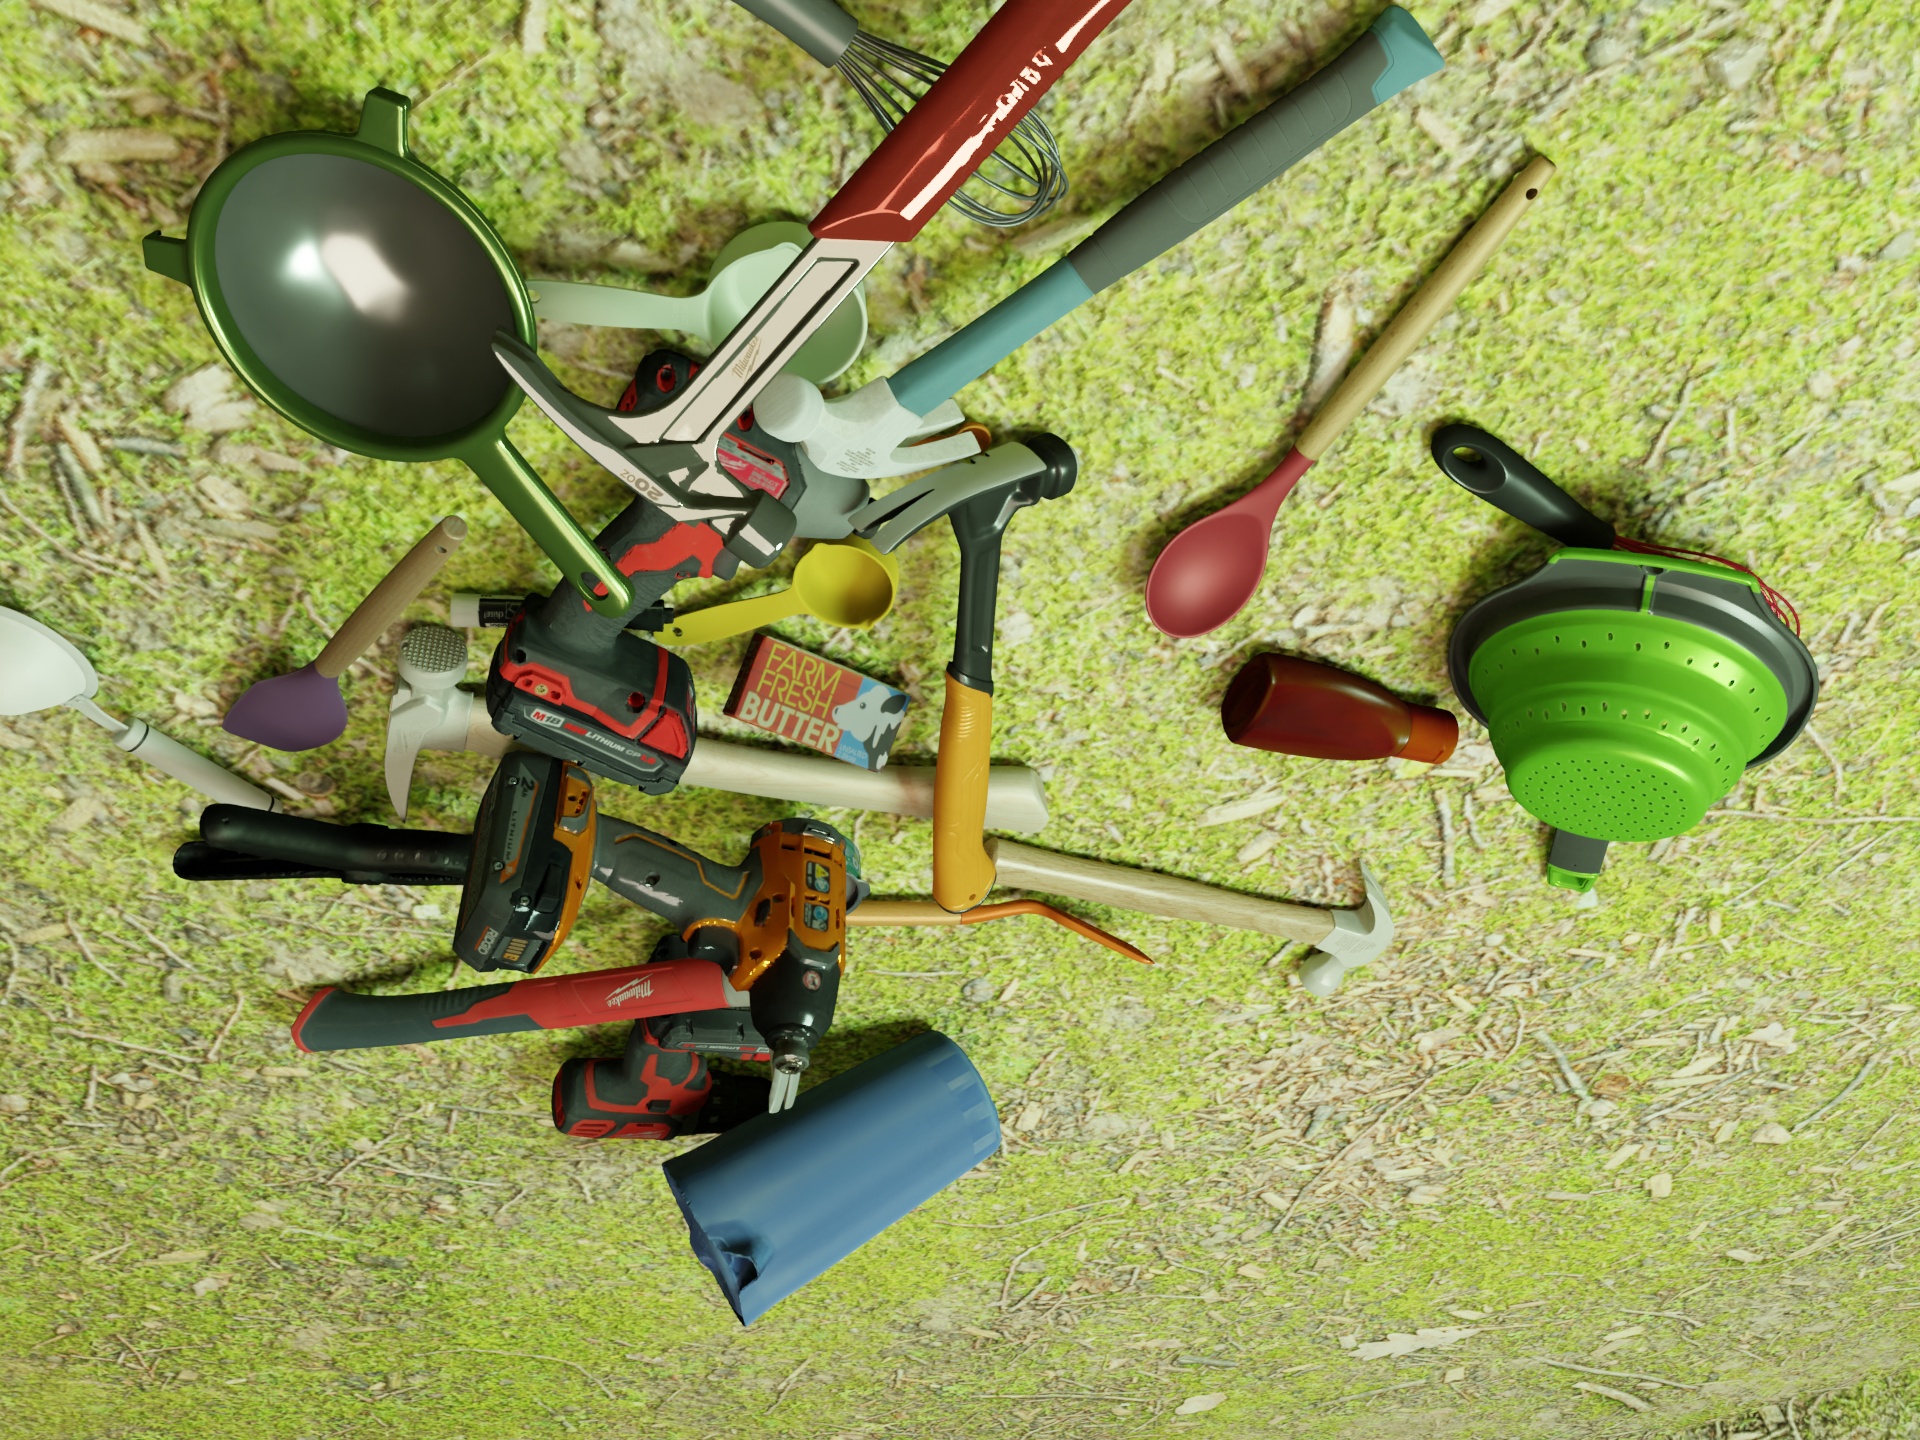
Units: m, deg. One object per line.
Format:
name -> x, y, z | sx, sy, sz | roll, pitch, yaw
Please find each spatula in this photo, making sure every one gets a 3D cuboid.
spatula -> -0.325, -0.037, 0.844 | 0.059, 0.018, 0.316 | 23, 147, -30
spatula -> -0.025, 0.146, 1.124 | 0.322, 0.041, 0.081 | 1, -179, -4

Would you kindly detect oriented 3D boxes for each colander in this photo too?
colander -> 0.399, 0.049, 0.998 | 0.204, 0.094, 0.396 | 11, 152, 20

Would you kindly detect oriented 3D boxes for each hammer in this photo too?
hammer -> 0.066, -0.212, 0.725 | 0.331, 0.033, 0.128 | -32, 163, 17
hammer -> -0.143, 0.035, 0.994 | 0.410, 0.038, 0.146 | 9, 137, -18
hammer -> -0.001, -0.003, 0.915 | 0.127, 0.034, 0.336 | -26, 140, -27
hammer -> 0.167, 0.129, 1.141 | 0.331, 0.031, 0.130 | 14, 134, -21
hammer -> -0.289, 0.209, 1.084 | 0.386, 0.143, 0.038 | -10, 170, 18
hammer -> -0.023, -0.231, 0.643 | 0.149, 0.037, 0.359 | 39, 104, -25

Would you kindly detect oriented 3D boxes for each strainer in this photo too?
strainer -> -0.484, 0.005, 0.914 | 0.087, 0.050, 0.258 | -12, 143, 29
strainer -> -0.224, -0.157, 0.725 | 0.151, 0.069, 0.256 | -20, 125, 24

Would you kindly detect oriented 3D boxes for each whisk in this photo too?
whisk -> 0.378, -0.093, 0.912 | 0.295, 0.073, 0.073 | 26, 129, -23
whisk -> -0.051, -0.280, 0.657 | 0.238, 0.055, 0.055 | 29, 127, -27

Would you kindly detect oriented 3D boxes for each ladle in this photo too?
ladle -> 0.196, -0.160, 0.833 | 0.069, 0.031, 0.315 | 16, 131, -27

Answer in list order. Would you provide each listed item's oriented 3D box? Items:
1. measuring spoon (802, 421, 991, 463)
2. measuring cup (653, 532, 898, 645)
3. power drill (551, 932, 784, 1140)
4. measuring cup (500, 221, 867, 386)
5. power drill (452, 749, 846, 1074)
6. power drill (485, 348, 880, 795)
measuring spoon -> -0.041, -0.141, 0.836 | 0.117, 0.011, 0.021 | -9, 139, 8
measuring cup -> -0.105, -0.071, 0.896 | 0.156, 0.029, 0.062 | -13, 128, 24
power drill -> -0.188, 0.253, 1.199 | 0.187, 0.080, 0.226 | 10, 139, -28
measuring cup -> -0.126, -0.199, 0.741 | 0.167, 0.038, 0.083 | 4, 137, -4
power drill -> -0.172, 0.116, 0.933 | 0.226, 0.164, 0.084 | 17, 136, -23
power drill -> -0.145, -0.073, 0.829 | 0.143, 0.079, 0.219 | 25, 119, -23
